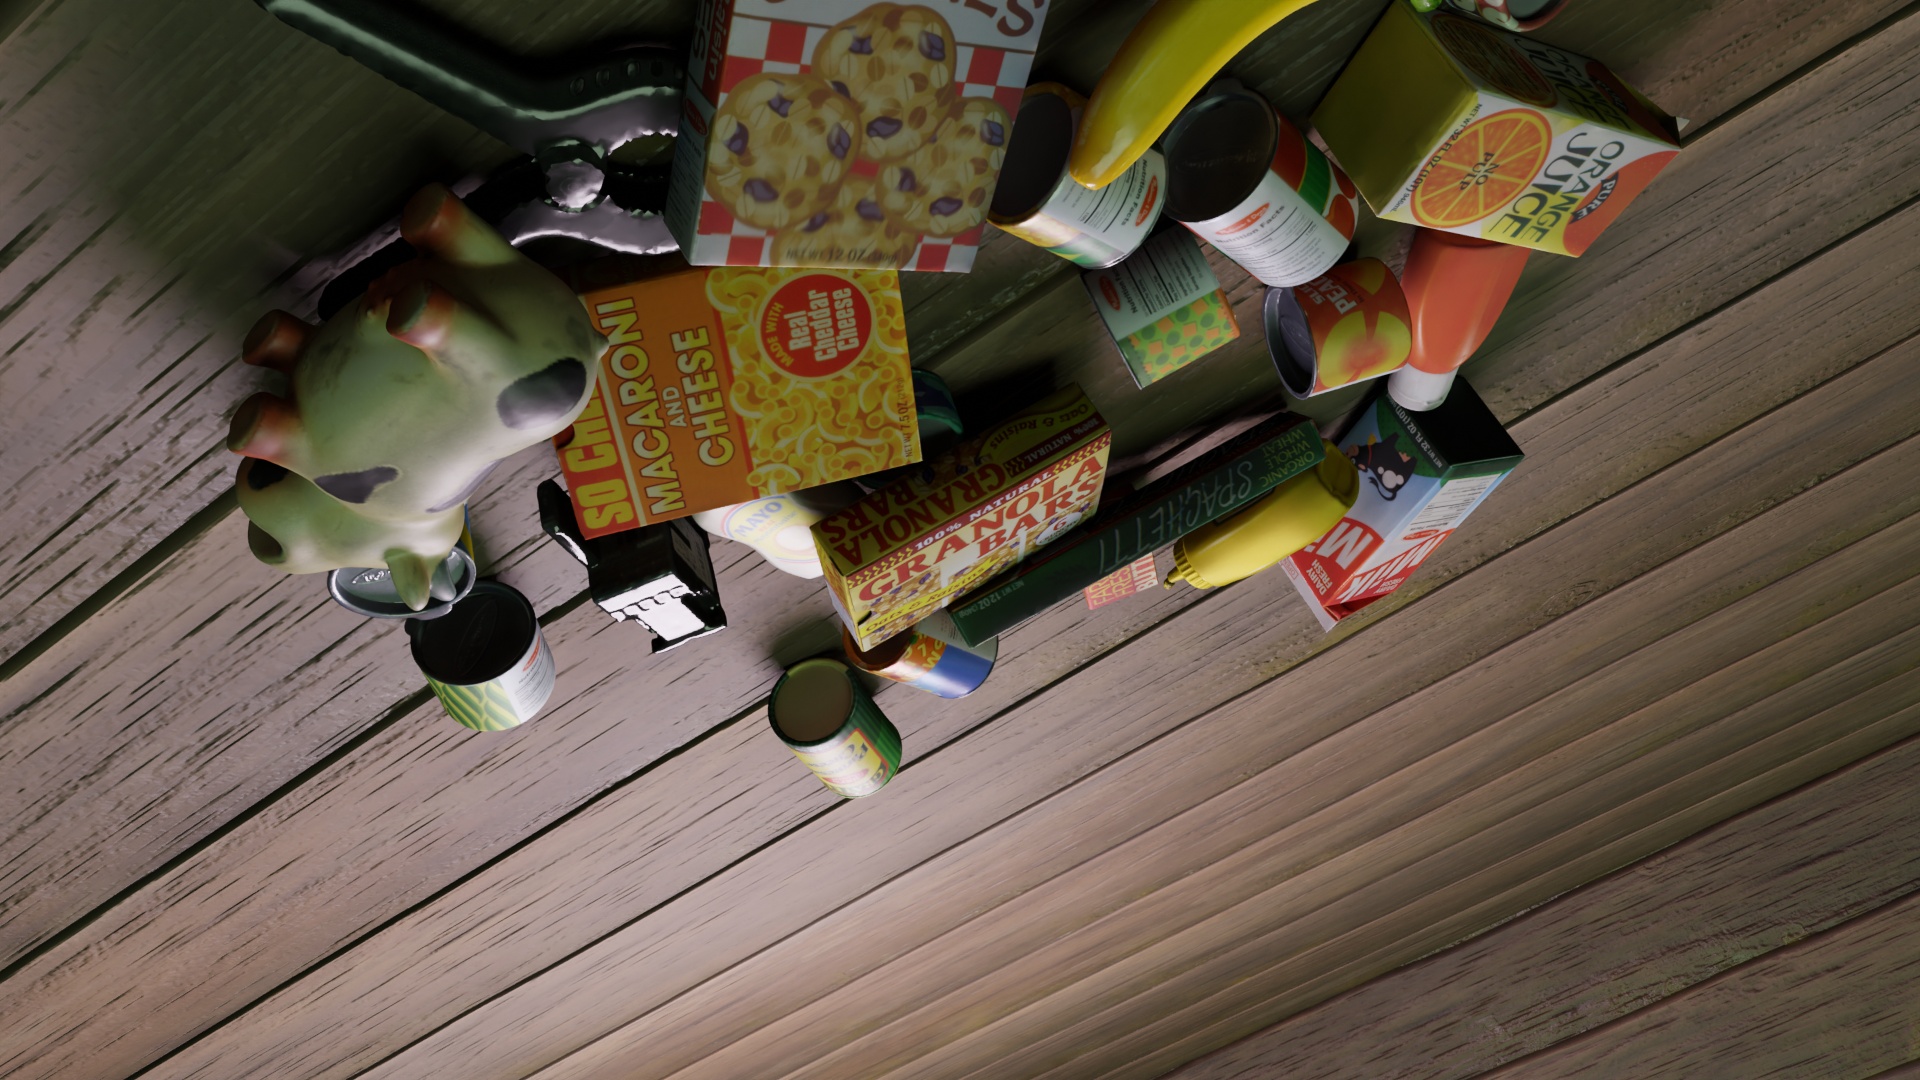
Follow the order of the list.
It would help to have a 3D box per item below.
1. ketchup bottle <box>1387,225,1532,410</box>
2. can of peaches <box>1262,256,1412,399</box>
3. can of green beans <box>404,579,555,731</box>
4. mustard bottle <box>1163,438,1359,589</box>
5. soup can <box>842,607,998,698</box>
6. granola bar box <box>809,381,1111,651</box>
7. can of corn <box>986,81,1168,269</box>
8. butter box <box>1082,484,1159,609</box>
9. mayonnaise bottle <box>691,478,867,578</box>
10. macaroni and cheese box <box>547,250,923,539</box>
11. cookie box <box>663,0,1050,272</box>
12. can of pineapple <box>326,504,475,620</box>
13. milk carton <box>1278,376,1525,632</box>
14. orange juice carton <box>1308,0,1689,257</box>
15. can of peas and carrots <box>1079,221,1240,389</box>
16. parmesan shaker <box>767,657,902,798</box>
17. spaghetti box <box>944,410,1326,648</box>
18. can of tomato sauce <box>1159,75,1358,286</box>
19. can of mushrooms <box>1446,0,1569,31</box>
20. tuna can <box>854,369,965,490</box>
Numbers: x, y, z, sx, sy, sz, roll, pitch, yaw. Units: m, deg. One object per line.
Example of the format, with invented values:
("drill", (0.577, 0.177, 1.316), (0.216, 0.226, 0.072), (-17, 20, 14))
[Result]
("ketchup bottle", (0.281, -0.133, 0.801), (0.065, 0.044, 0.148), (-15, 147, -7))
("can of peaches", (0.206, -0.119, 0.761), (0.058, 0.071, 0.071), (-16, 147, -6))
("can of green beans", (-0.264, 0.065, 0.773), (0.071, 0.071, 0.057), (-13, 147, -11))
("mustard bottle", (0.189, -0.006, 0.922), (0.049, 0.066, 0.159), (45, 129, -10))
("soup can", (-0.028, 0.064, 0.902), (0.071, 0.071, 0.083), (-36, 144, 23))
("granola bar box", (0.003, -0.010, 0.781), (0.166, 0.039, 0.123), (-30, 160, -11))
("can of corn", (0.046, -0.161, 0.613), (0.058, 0.071, 0.071), (14, 134, -41))
("butter box", (0.101, 0.006, 0.927), (0.053, 0.024, 0.103), (-21, 148, 0))
("mayonnaise bottle", (-0.112, -0.024, 0.747), (0.064, 0.041, 0.148), (-36, 145, 21))
("macaroni and cheese box", (-0.108, -0.077, 0.639), (0.167, 0.040, 0.123), (-14, 127, -10))
("cookie box", (-0.035, -0.184, 0.515), (0.123, 0.040, 0.166), (-4, 129, -30))
("can of pineapple", (-0.273, -0.002, 0.676), (0.071, 0.058, 0.070), (-14, 147, -9))
("milk carton", (0.279, -0.019, 0.937), (0.074, 0.072, 0.189), (-8, 146, -31))
("orange juice carton", (0.274, -0.195, 0.678), (0.193, 0.073, 0.071), (1, 141, -31))
("can of peas and carrots", (0.102, -0.118, 0.704), (0.058, 0.071, 0.070), (-28, 147, 11))
("parmesan shaker", (-0.089, 0.132, 0.971), (0.071, 0.071, 0.102), (-23, 147, 3))
("spaghetti box", (0.105, -0.009, 0.853), (0.250, 0.028, 0.050), (-28, -168, -1))
("can of tomato sauce", (0.140, -0.167, 0.655), (0.071, 0.071, 0.083), (-39, 144, 26))
("can of mushrooms", (0.240, -0.252, 0.591), (0.071, 0.033, 0.070), (-25, 137, -26))
("tuna can", (-0.030, -0.058, 0.751), (0.071, 0.033, 0.070), (-14, 147, -9))
